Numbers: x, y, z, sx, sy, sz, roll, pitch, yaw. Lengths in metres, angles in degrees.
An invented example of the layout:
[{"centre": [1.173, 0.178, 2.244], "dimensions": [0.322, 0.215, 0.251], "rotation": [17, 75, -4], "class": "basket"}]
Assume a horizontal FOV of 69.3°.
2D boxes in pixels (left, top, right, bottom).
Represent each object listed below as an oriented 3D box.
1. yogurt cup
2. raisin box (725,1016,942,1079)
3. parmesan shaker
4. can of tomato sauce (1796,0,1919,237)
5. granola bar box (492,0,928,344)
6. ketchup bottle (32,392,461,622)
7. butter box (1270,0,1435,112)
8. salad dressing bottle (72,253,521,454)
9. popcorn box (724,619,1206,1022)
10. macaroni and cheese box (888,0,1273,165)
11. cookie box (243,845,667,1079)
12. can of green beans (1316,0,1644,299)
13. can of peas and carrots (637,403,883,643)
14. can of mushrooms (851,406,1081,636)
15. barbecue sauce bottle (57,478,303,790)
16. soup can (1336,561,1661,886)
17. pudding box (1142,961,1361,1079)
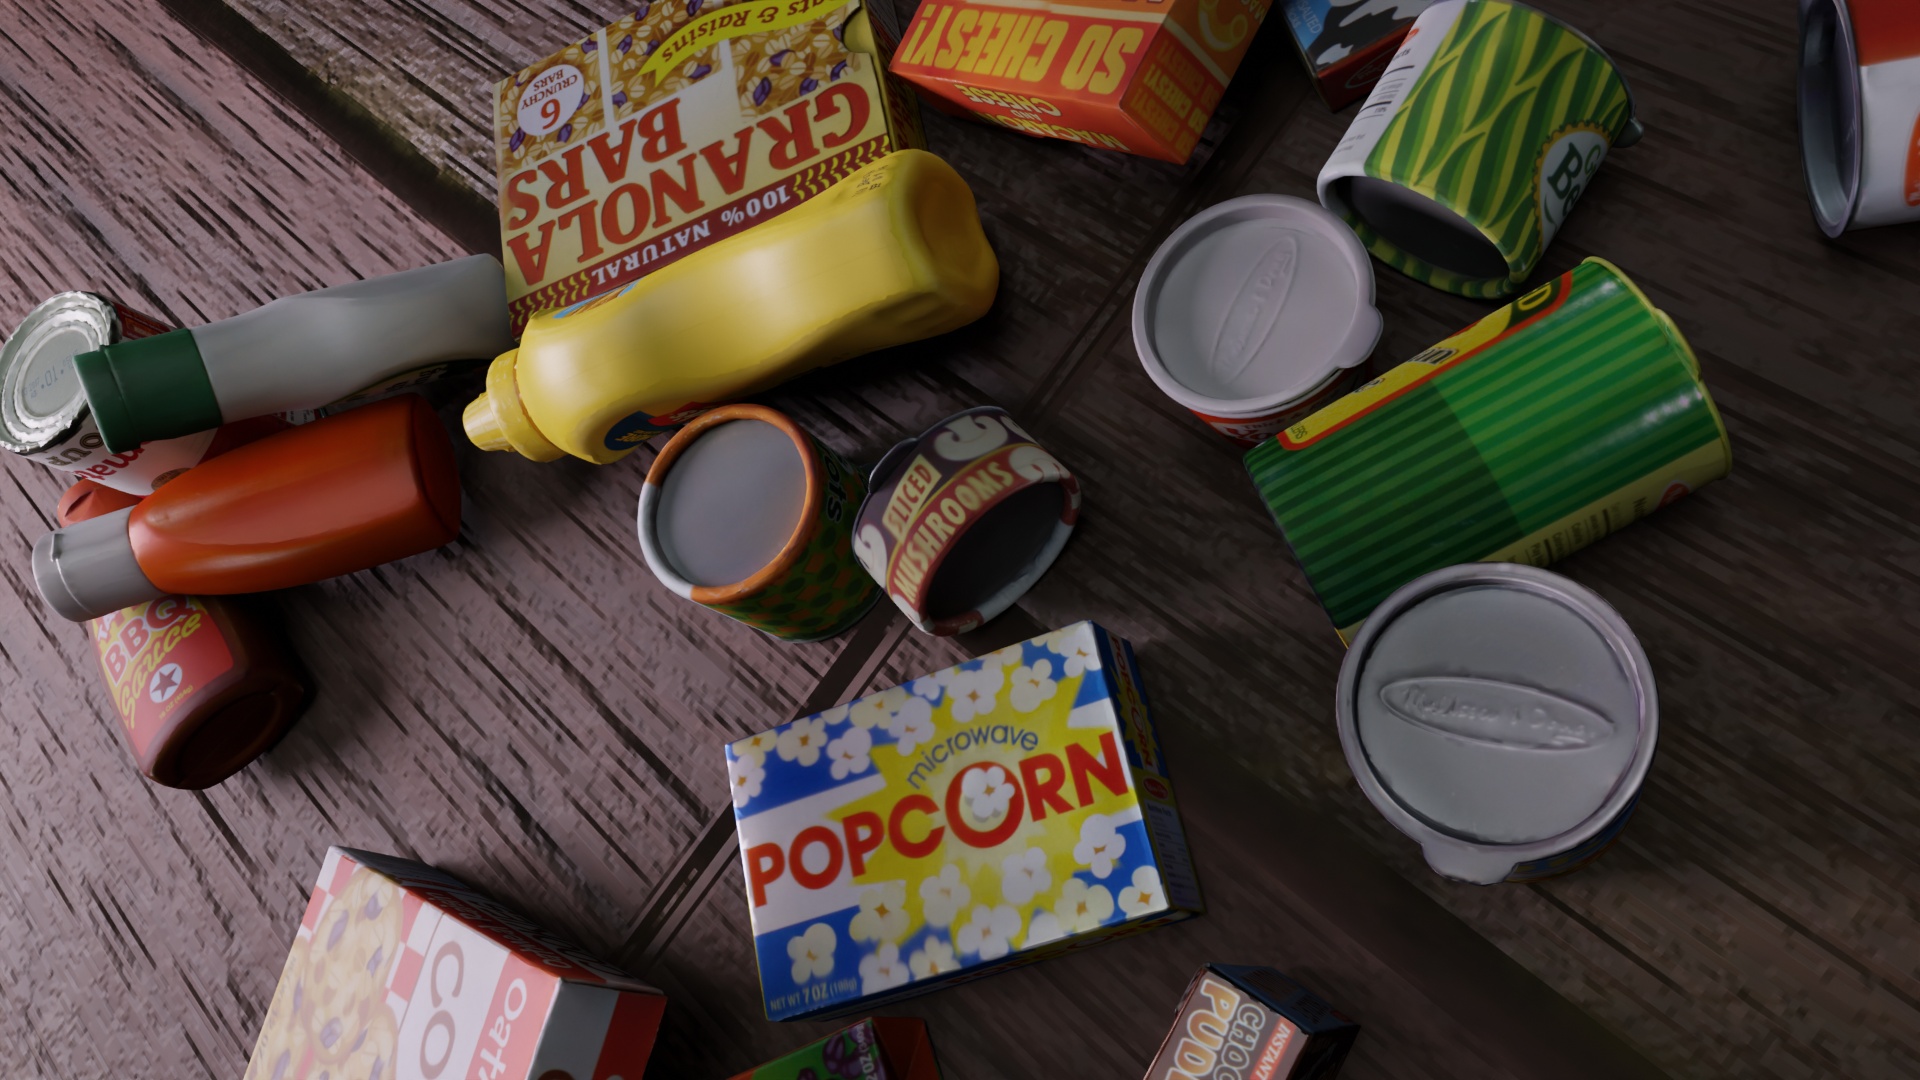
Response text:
[{"centre": [0.090, -0.059, 0.409], "dimensions": [0.072, 0.054, 0.072], "rotation": [-8, 70, 22], "class": "yogurt cup"}, {"centre": [-0.058, 0.199, 0.395], "dimensions": [0.123, 0.040, 0.086], "rotation": [-27, 65, 14], "class": "raisin box"}, {"centre": [0.134, -0.020, 0.366], "dimensions": [0.103, 0.071, 0.071], "rotation": [-30, 64, 12], "class": "parmesan shaker"}, {"centre": [0.262, -0.117, 0.346], "dimensions": [0.083, 0.071, 0.071], "rotation": [-6, 71, 21], "class": "can of tomato sauce"}, {"centre": [-0.099, -0.151, 0.531], "dimensions": [0.165, 0.039, 0.124], "rotation": [-19, 66, 17], "class": "granola bar box"}, {"centre": [-0.271, -0.008, 0.531], "dimensions": [0.149, 0.043, 0.065], "rotation": [-17, 57, -3], "class": "ketchup bottle"}, {"centre": [0.123, -0.197, 0.457], "dimensions": [0.053, 0.024, 0.104], "rotation": [-26, 64, 15], "class": "butter box"}, {"centre": [-0.241, -0.070, 0.517], "dimensions": [0.064, 0.148, 0.044], "rotation": [11, 118, 58], "class": "salad dressing bottle"}, {"centre": [-0.003, 0.084, 0.410], "dimensions": [0.126, 0.038, 0.085], "rotation": [-21, 65, 16], "class": "popcorn box"}, {"centre": [0.061, -0.212, 0.456], "dimensions": [0.124, 0.040, 0.166], "rotation": [29, 92, 47], "class": "macaroni and cheese box"}, {"centre": [-0.165, 0.173, 0.421], "dimensions": [0.167, 0.040, 0.123], "rotation": [4, 73, 46], "class": "cookie box"}, {"centre": [0.145, -0.110, 0.395], "dimensions": [0.071, 0.071, 0.058], "rotation": [32, 88, 29], "class": "can of green beans"}, {"centre": [-0.060, -0.006, 0.454], "dimensions": [0.071, 0.058, 0.071], "rotation": [-7, 71, 21], "class": "can of peas and carrots"}, {"centre": [0.001, -0.005, 0.420], "dimensions": [0.071, 0.071, 0.033], "rotation": [-46, 63, 4], "class": "can of mushrooms"}, {"centre": [-0.325, 0.030, 0.567], "dimensions": [0.065, 0.043, 0.149], "rotation": [-45, 61, -1], "class": "barbecue sauce bottle"}, {"centre": [0.130, 0.050, 0.337], "dimensions": [0.071, 0.083, 0.071], "rotation": [-8, 70, 22], "class": "soup can"}, {"centre": [0.068, 0.132, 0.337], "dimensions": [0.030, 0.083, 0.049], "rotation": [27, 85, 28], "class": "pudding box"}]
